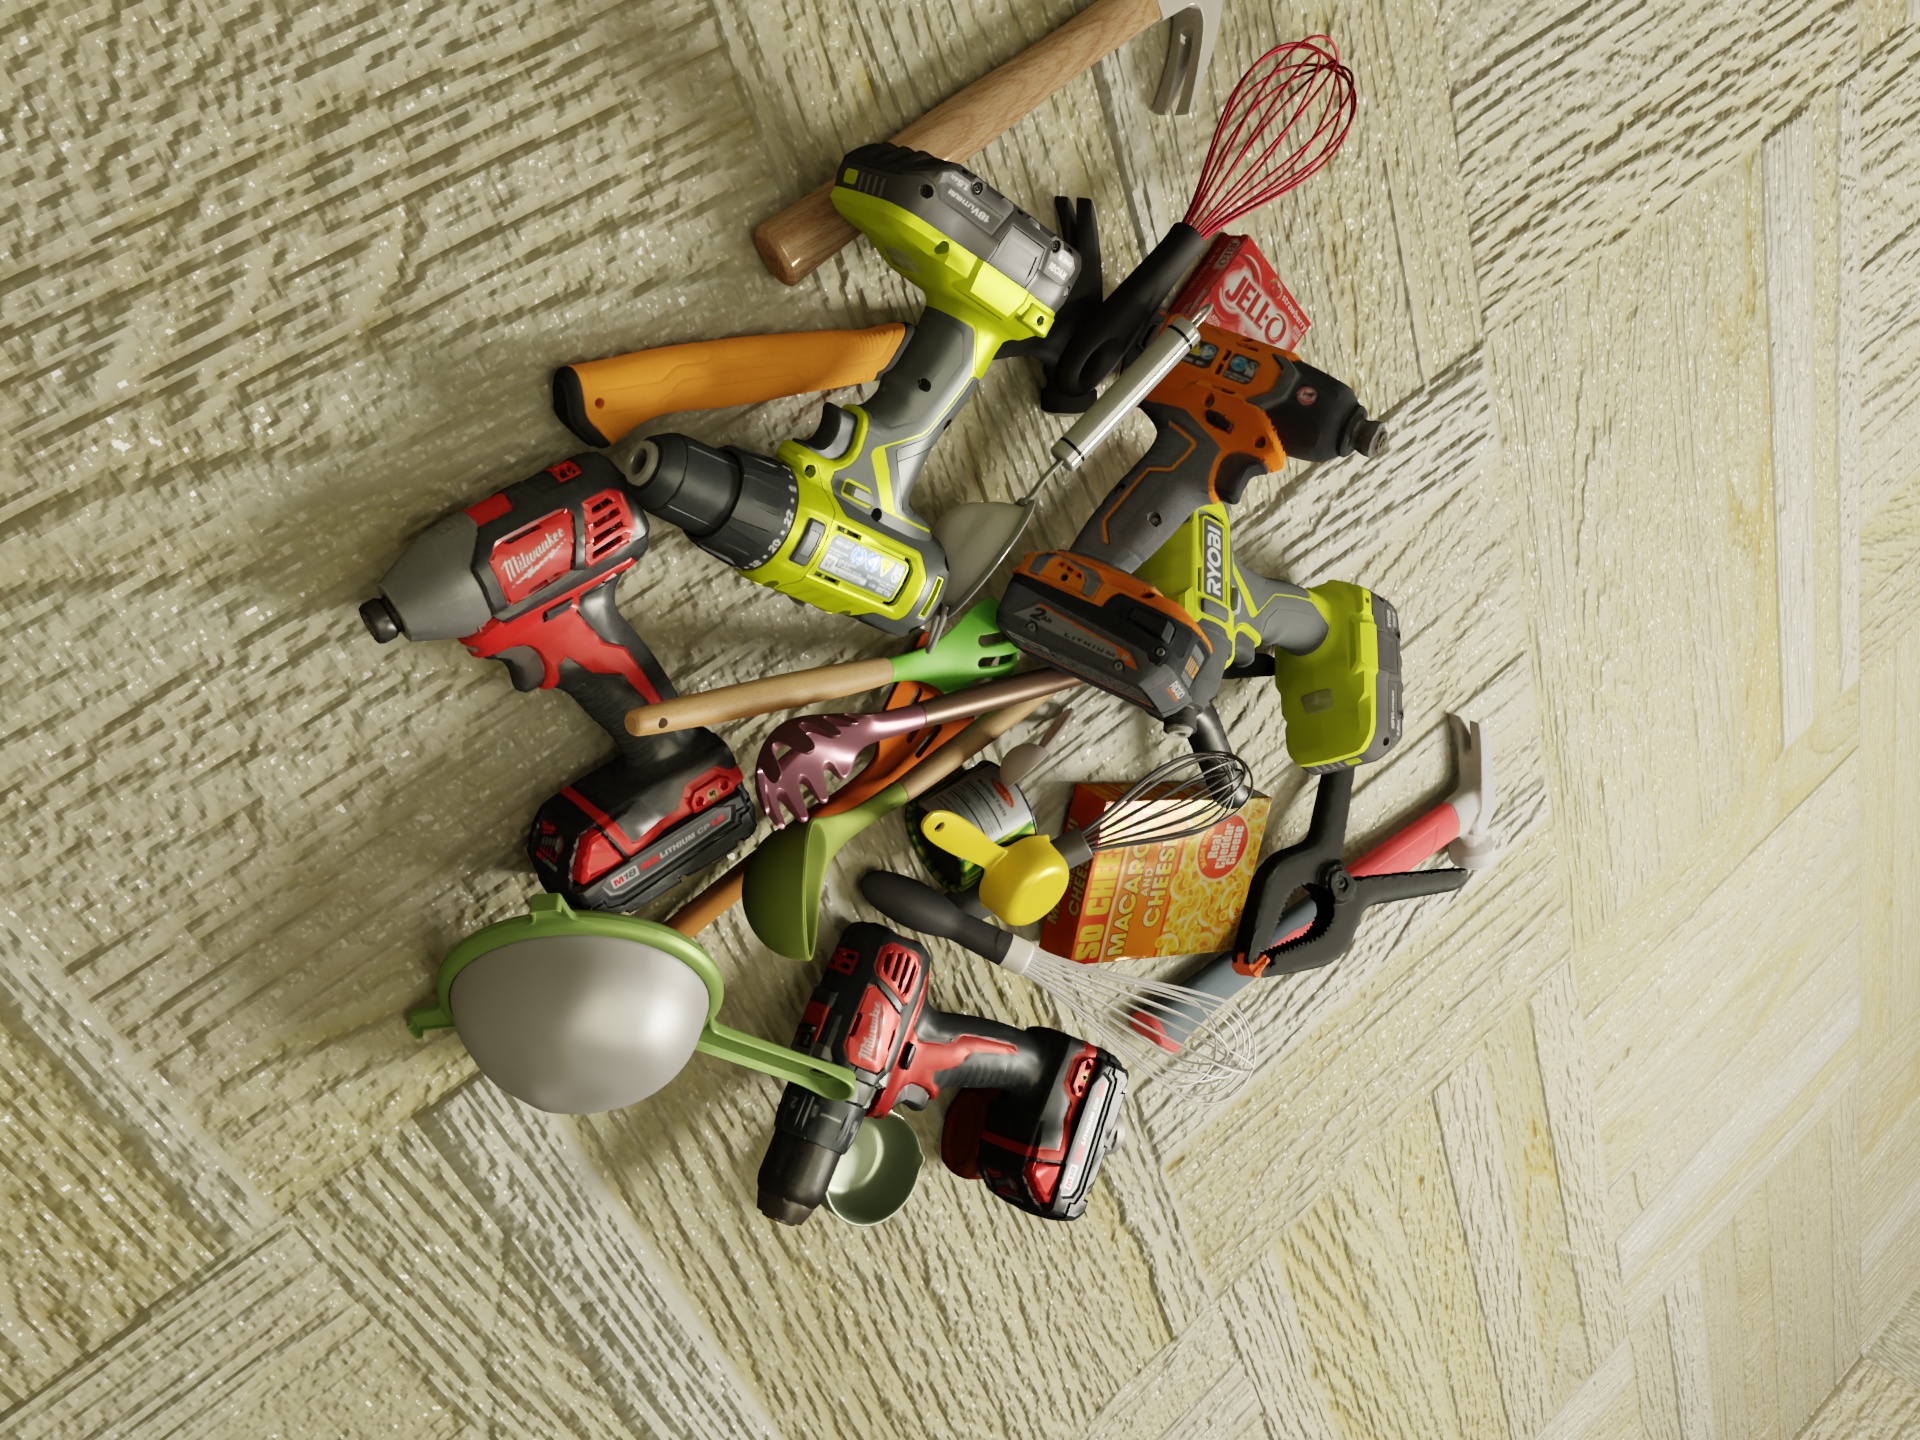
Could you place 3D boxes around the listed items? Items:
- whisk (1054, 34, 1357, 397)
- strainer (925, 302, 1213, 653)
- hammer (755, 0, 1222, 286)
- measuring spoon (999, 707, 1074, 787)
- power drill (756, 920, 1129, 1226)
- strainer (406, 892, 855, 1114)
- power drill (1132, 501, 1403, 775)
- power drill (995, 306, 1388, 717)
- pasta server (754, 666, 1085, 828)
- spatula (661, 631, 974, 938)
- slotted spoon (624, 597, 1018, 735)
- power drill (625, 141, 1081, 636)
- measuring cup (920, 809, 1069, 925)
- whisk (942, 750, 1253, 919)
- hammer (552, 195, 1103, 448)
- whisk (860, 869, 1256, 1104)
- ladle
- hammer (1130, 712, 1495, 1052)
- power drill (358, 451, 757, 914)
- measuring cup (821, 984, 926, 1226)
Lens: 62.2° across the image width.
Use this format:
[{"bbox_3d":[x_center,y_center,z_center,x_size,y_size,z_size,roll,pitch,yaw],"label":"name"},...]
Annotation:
[{"bbox_3d":[0.147,-0.301,0.949,0.296,0.073,0.073,-52,130,-15],"label":"whisk"},{"bbox_3d":[0.053,-0.147,0.907,0.050,0.087,0.258,44,87,-13],"label":"strainer"},{"bbox_3d":[0.023,-0.340,0.876,0.331,0.031,0.129,-41,127,-17],"label":"hammer"},{"bbox_3d":[0.049,0.010,1.010,0.034,0.124,0.018,-38,94,26],"label":"measuring spoon"},{"bbox_3d":[-0.016,0.252,1.020,0.226,0.080,0.188,30,73,-29],"label":"power drill"},{"bbox_3d":[-0.160,0.187,0.861,0.256,0.069,0.151,27,130,-32],"label":"strainer"},{"bbox_3d":[0.199,-0.048,1.058,0.223,0.080,0.171,21,63,-38],"label":"power drill"},{"bbox_3d":[0.137,-0.122,0.939,0.226,0.164,0.084,-61,155,-6],"label":"power drill"},{"bbox_3d":[-0.001,-0.003,0.924,0.316,0.040,0.060,-16,139,-45],"label":"pasta server"},{"bbox_3d":[-0.114,0.074,0.949,0.322,0.041,0.080,-39,128,-13],"label":"spatula"},{"bbox_3d":[-0.060,-0.022,0.889,0.313,0.031,0.070,-14,117,-49],"label":"slotted spoon"},{"bbox_3d":[-0.052,-0.170,0.814,0.190,0.080,0.228,21,99,-44],"label":"power drill"},{"bbox_3d":[0.021,0.086,0.952,0.062,0.029,0.156,-48,147,3],"label":"measuring cup"},{"bbox_3d":[0.082,0.083,1.042,0.239,0.055,0.055,-27,126,2],"label":"whisk"},{"bbox_3d":[-0.059,-0.206,0.866,0.337,0.034,0.127,-17,119,-31],"label":"hammer"},{"bbox_3d":[0.064,0.163,1.020,0.284,0.070,0.070,27,91,-6],"label":"whisk"},{"bbox_3d":[-0.010,0.035,0.948,0.320,0.062,0.078,-36,140,-38],"label":"ladle"},{"bbox_3d":[0.287,0.136,1.264,0.386,0.038,0.143,-29,122,-25],"label":"hammer"},{"bbox_3d":[-0.202,-0.012,0.814,0.143,0.079,0.219,-32,121,-24],"label":"power drill"},{"bbox_3d":[-0.066,0.247,1.053,0.083,0.038,0.167,-1,92,-36],"label":"measuring cup"}]
